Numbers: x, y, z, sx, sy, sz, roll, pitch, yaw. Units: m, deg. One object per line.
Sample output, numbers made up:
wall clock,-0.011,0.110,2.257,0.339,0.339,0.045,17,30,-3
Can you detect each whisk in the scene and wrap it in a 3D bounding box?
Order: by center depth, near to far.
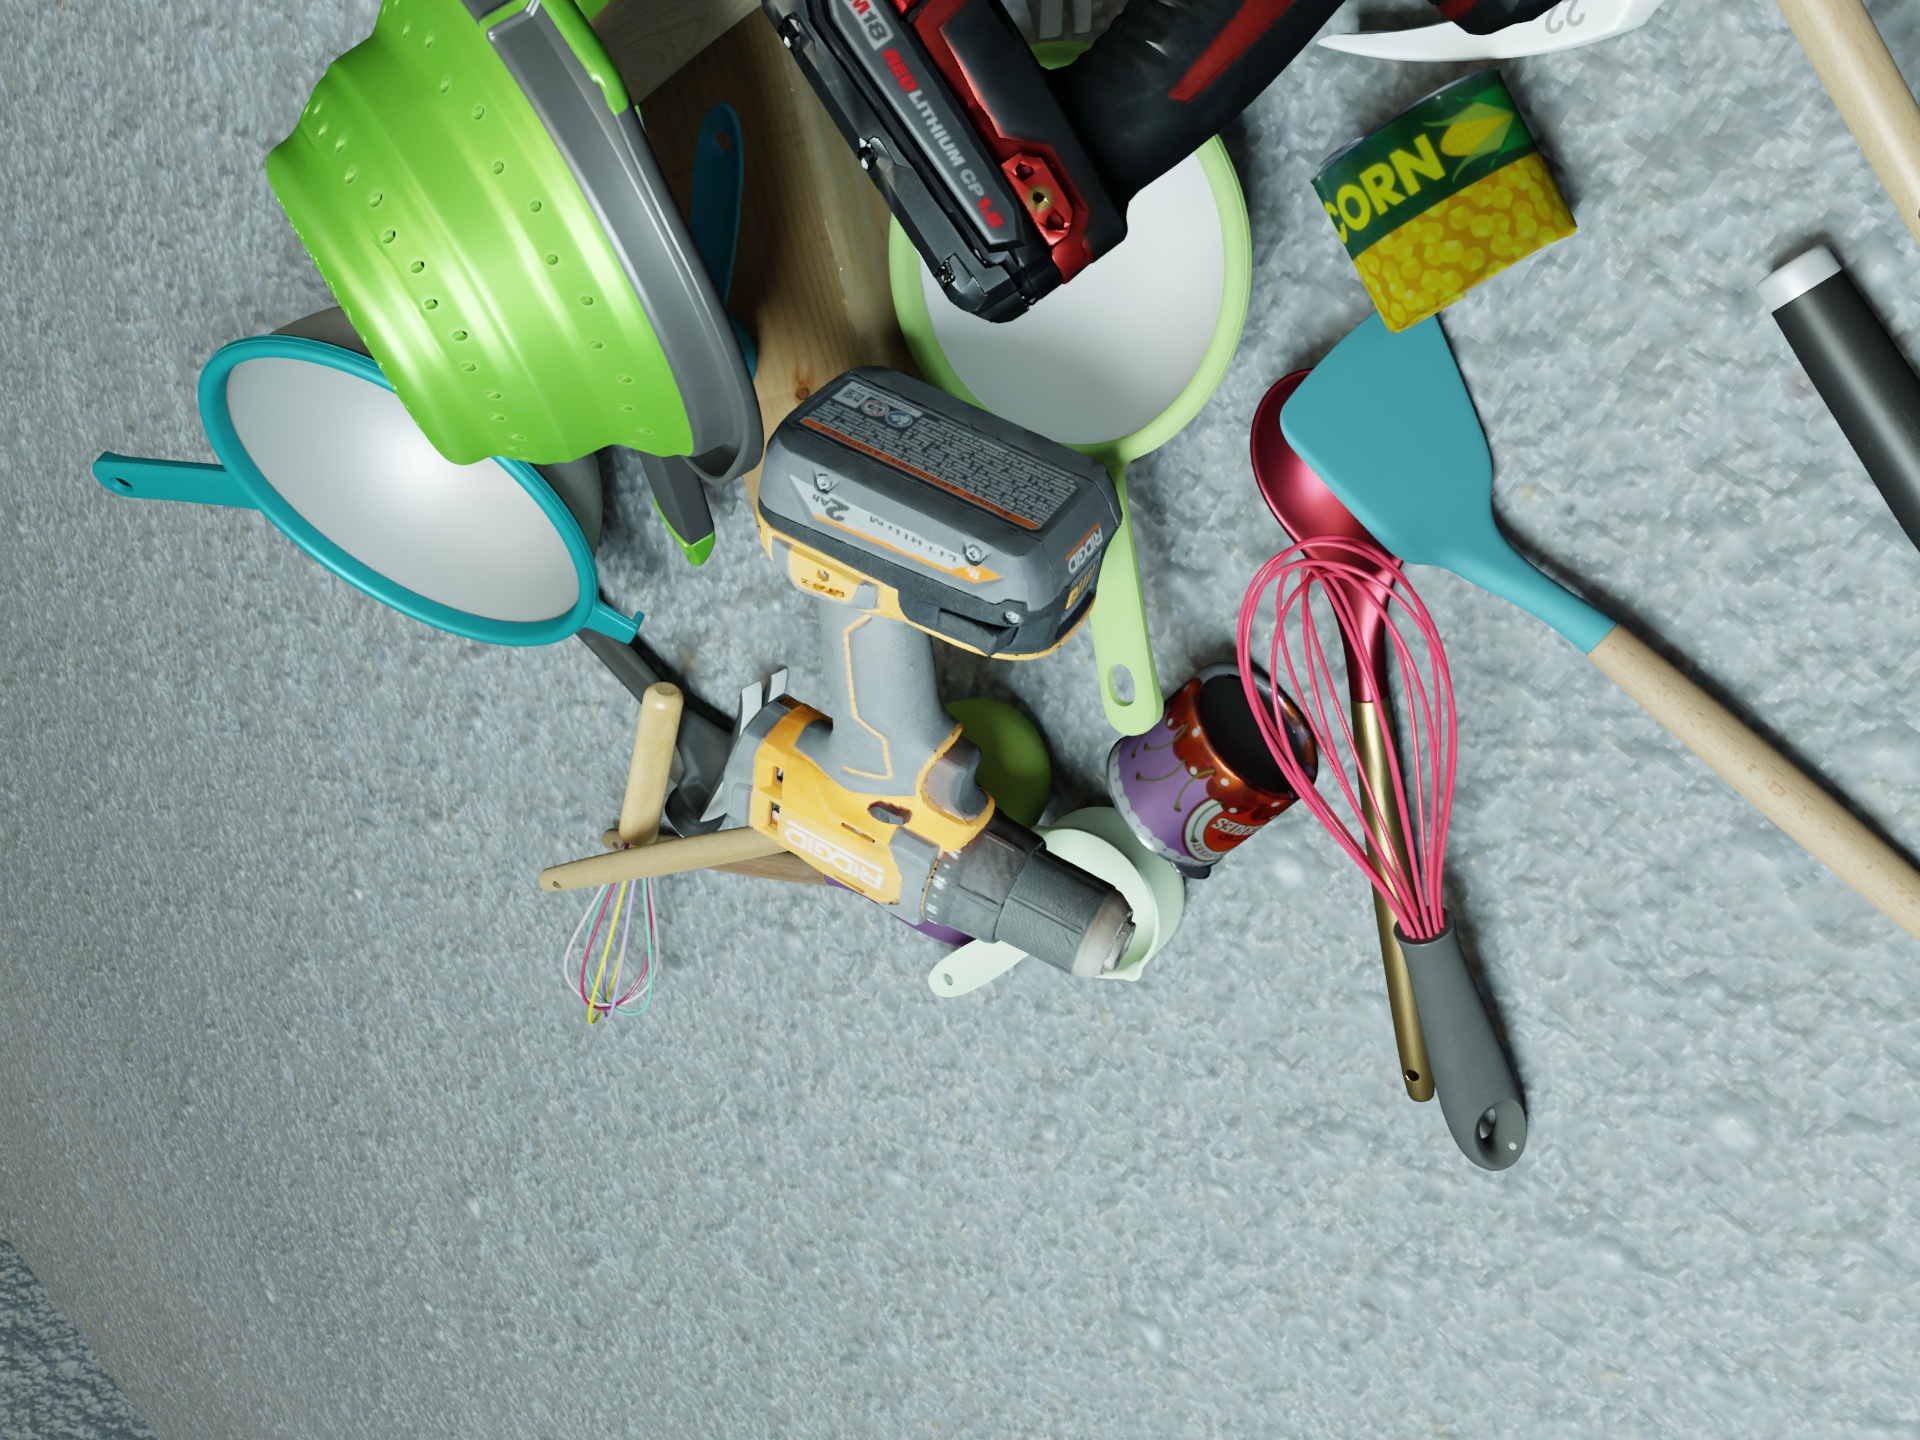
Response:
whisk,0.170,0.062,0.598,0.073,0.073,0.295,-1,124,40
whisk,-0.184,0.083,0.891,0.051,0.047,0.244,35,128,24

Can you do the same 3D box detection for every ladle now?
ladle,0.165,0.015,0.626,0.069,0.031,0.315,4,115,40
ladle,-0.096,0.052,0.802,0.320,0.062,0.078,-13,122,34

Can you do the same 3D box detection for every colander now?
colander,-0.157,-0.127,0.595,0.205,0.094,0.397,55,169,13

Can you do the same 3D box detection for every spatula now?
spatula,0.240,-0.014,0.534,0.317,0.082,0.044,43,158,9
spatula,-0.088,0.083,0.872,0.316,0.018,0.059,5,115,37

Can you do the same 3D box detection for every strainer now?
strainer,0.061,-0.124,0.613,0.151,0.069,0.256,1,110,36
strainer,-0.317,-0.145,0.830,0.340,0.095,0.210,8,147,28

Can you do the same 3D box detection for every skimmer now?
skimmer,0.339,0.018,0.441,0.127,0.090,0.363,-32,86,11

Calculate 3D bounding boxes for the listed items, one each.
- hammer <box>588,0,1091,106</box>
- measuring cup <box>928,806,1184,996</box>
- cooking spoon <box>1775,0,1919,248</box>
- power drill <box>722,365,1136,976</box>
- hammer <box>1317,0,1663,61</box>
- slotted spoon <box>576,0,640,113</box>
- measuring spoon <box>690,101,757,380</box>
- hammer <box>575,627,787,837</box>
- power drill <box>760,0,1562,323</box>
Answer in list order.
hammer,-0.130,-0.244,0.612,0.410,0.038,0.146,-15,102,42
measuring cup,0.041,0.095,0.760,0.167,0.038,0.083,-37,85,45
cooking spoon,0.190,-0.264,0.426,0.069,0.017,0.319,-29,90,44
power drill,-0.001,-0.002,0.619,0.185,0.084,0.226,27,136,15
hammer,0.126,-0.395,0.453,0.144,0.035,0.405,-8,105,41
slotted spoon,-0.094,-0.202,0.735,0.070,0.031,0.313,-14,103,43
measuring spoon,-0.089,-0.178,0.606,0.042,0.021,0.128,29,139,13
hammer,-0.232,-0.087,0.897,0.337,0.034,0.127,45,133,14
power drill,0.055,-0.237,0.435,0.226,0.080,0.187,-32,104,9
